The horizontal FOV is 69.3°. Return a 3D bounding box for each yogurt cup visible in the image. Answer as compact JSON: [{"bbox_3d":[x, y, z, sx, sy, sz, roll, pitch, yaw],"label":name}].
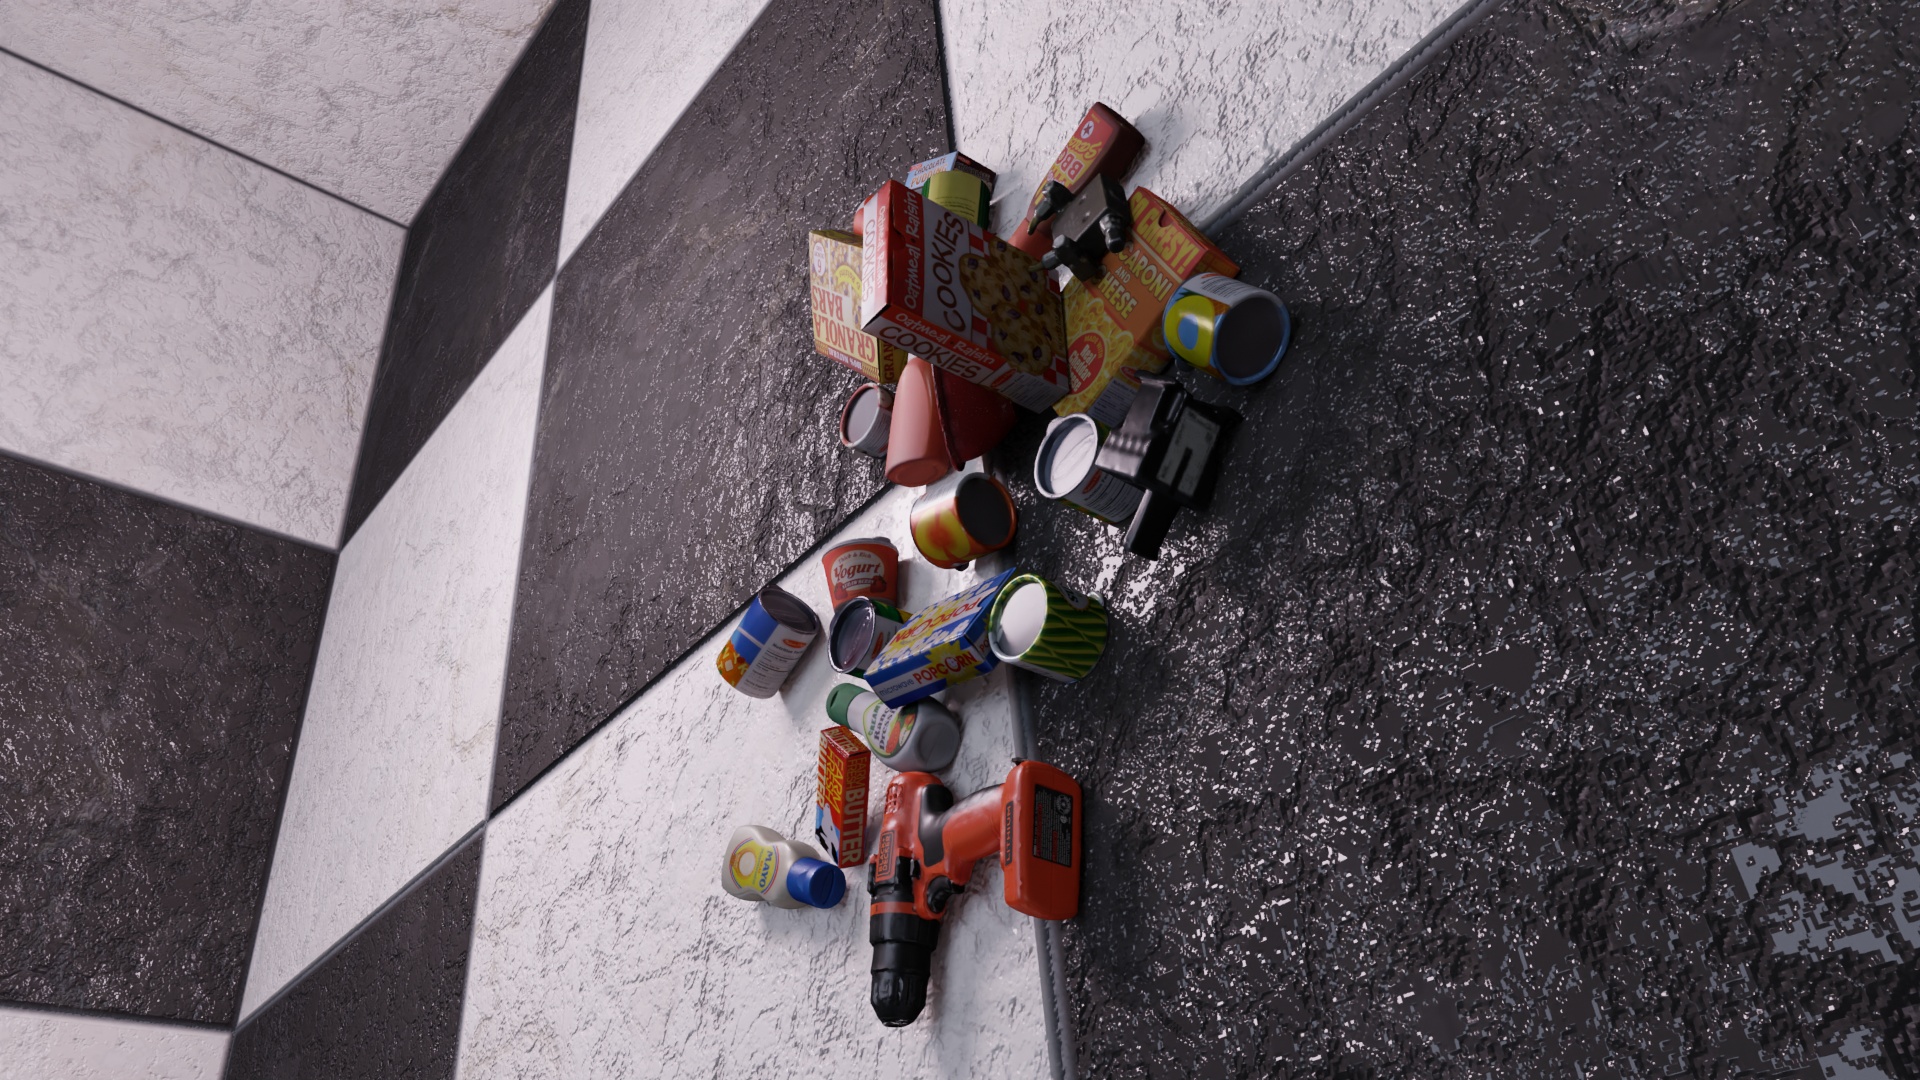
[{"bbox_3d":[-0.085,0.036,1.203,0.072,0.072,0.054,-32,56,41],"label":"yogurt cup"}]

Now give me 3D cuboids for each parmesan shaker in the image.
[{"bbox_3d":[-0.005,-0.278,1.274,0.071,0.071,0.103,-24,52,46],"label":"parmesan shaker"}]

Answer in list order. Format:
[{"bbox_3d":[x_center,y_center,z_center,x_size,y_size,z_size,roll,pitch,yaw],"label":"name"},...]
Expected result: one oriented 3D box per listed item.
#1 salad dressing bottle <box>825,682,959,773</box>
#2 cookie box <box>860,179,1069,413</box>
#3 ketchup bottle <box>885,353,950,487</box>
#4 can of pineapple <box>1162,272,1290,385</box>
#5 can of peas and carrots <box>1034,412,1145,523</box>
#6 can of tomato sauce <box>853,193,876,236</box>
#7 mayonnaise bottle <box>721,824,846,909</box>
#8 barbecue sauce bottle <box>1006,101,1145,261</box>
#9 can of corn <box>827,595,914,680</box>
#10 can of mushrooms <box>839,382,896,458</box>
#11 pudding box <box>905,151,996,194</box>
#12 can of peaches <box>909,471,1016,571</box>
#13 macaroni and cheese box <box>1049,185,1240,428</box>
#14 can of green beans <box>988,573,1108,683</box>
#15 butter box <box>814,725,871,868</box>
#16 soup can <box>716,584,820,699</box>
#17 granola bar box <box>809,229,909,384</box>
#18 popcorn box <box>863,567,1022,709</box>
[{"bbox_3d":[-0.059,0.147,1.119,0.147,0.044,0.064,11,75,56],"label":"salad dressing bottle"},{"bbox_3d":[0.005,-0.181,1.037,0.040,0.167,0.123,-35,45,41],"label":"cookie box"},{"bbox_3d":[-0.033,-0.124,1.240,0.064,0.043,0.149,-23,54,45],"label":"ketchup bottle"},{"bbox_3d":[0.180,-0.142,0.940,0.071,0.071,0.058,-62,34,8],"label":"can of pineapple"},{"bbox_3d":[0.096,-0.054,1.009,0.070,0.059,0.071,-31,47,41],"label":"can of peas and carrots"},{"bbox_3d":[-0.061,-0.303,1.357,0.083,0.071,0.071,36,101,56],"label":"can of tomato sauce"},{"bbox_3d":[-0.150,0.279,1.170,0.148,0.041,0.065,-4,68,54],"label":"mayonnaise bottle"},{"bbox_3d":[0.091,-0.291,1.166,0.148,0.043,0.065,-52,37,22],"label":"barbecue sauce bottle"},{"bbox_3d":[-0.069,0.085,1.157,0.071,0.058,0.071,-30,49,42],"label":"can of corn"},{"bbox_3d":[-0.083,-0.114,1.313,0.070,0.033,0.071,-30,50,43],"label":"can of mushrooms"},{"bbox_3d":[-0.010,-0.342,1.328,0.083,0.049,0.030,6,77,56],"label":"pudding box"},{"bbox_3d":[0.004,-0.014,1.109,0.058,0.071,0.071,-24,53,45],"label":"can of peaches"},{"bbox_3d":[0.122,-0.172,1.057,0.166,0.040,0.124,-54,36,20],"label":"macaroni and cheese box"},{"bbox_3d":[0.062,0.062,0.990,0.071,0.058,0.071,-30,49,42],"label":"can of green beans"},{"bbox_3d":[-0.095,0.206,1.119,0.053,0.024,0.103,33,123,55],"label":"butter box"},{"bbox_3d":[-0.181,0.094,1.296,0.083,0.071,0.071,-55,36,19],"label":"soup can"},{"bbox_3d":[-0.098,-0.229,1.341,0.166,0.039,0.123,33,129,57],"label":"granola bar box"},{"bbox_3d":[-0.007,0.076,1.060,0.126,0.038,0.085,-27,16,44],"label":"popcorn box"}]
